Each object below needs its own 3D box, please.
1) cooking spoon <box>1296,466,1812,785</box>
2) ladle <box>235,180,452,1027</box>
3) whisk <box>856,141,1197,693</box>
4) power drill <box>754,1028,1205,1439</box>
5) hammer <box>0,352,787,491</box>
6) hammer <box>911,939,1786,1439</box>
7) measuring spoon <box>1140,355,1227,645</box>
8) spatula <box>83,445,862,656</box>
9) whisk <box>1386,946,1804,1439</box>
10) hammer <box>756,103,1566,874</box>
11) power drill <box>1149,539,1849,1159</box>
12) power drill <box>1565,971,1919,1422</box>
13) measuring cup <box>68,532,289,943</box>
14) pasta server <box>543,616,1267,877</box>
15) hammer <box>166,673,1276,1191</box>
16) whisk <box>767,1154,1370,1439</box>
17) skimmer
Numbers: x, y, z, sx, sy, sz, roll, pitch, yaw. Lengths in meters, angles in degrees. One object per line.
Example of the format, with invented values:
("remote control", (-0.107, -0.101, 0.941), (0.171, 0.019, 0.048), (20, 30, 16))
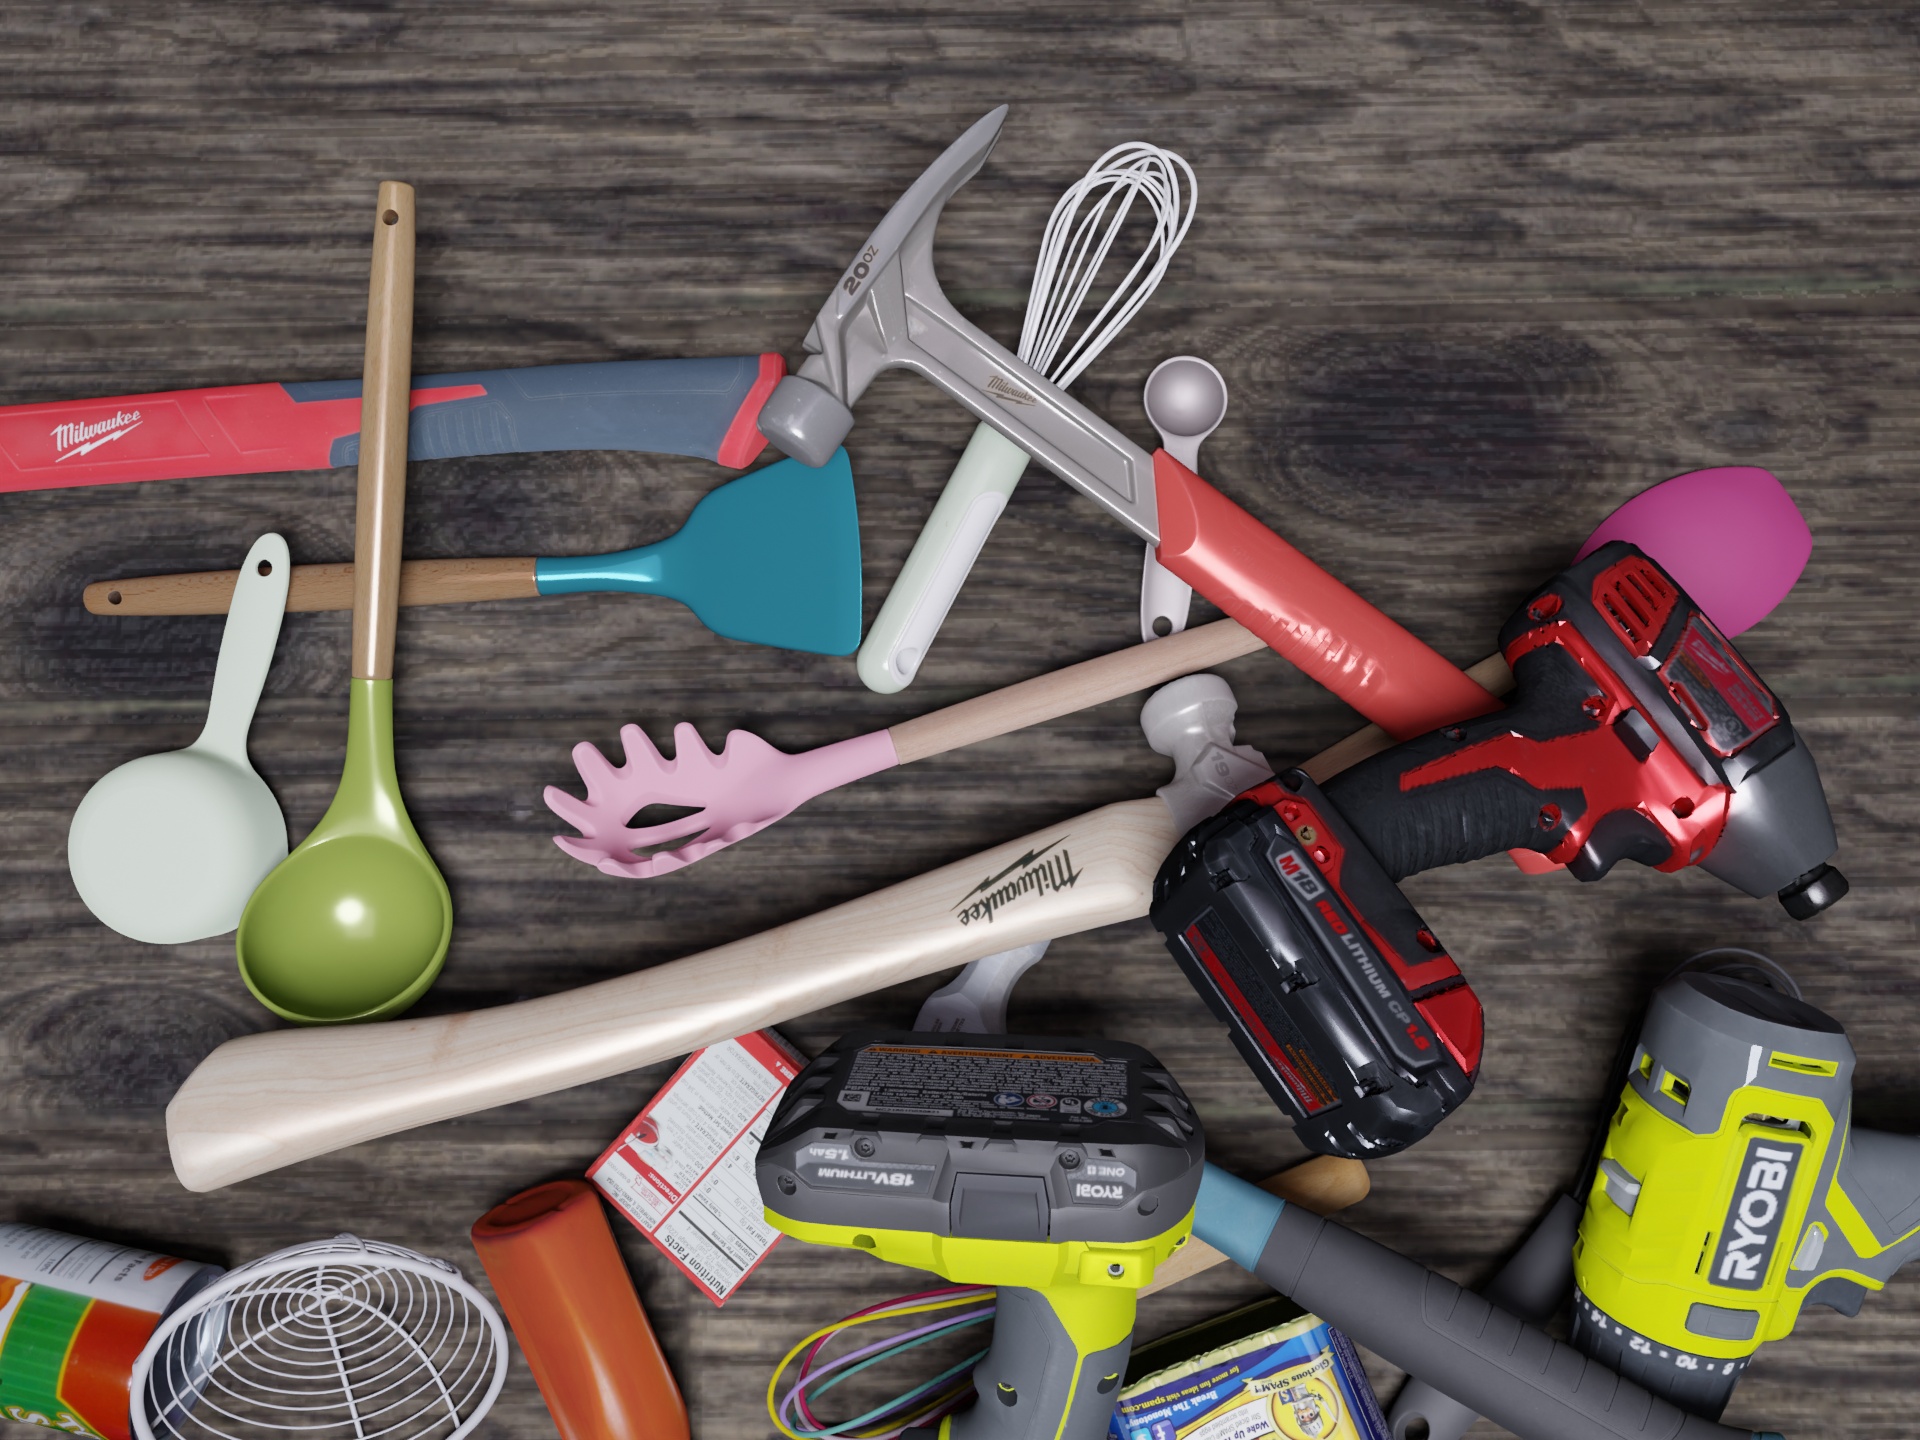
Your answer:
("cooking spoon", (0.200, -0.009, 0.635), (0.319, 0.017, 0.069), (-30, 84, -3))
("ladle", (-0.224, -0.042, 0.599), (0.078, 0.062, 0.320), (4, 95, -5))
("whisk", (0.023, -0.120, 0.636), (0.059, 0.057, 0.246), (28, 90, 37))
("power drill", (-0.002, 0.221, 0.516), (0.171, 0.080, 0.223), (2, 102, 5))
("hammer", (-0.264, -0.134, 0.643), (0.386, 0.038, 0.143), (-4, 83, 0))
("hammer", (0.121, 0.186, 0.554), (0.331, 0.033, 0.128), (25, 79, 23))
("measuring spoon", (0.086, -0.085, 0.649), (0.034, 0.018, 0.124), (6, 92, -4))
("spatula", (-0.196, -0.058, 0.632), (0.317, 0.044, 0.082), (-3, 94, 1))
("whisk", (0.236, 0.187, 0.606), (0.055, 0.055, 0.239), (37, 91, 4))
("hammer", (0.109, -0.067, 0.599), (0.359, 0.037, 0.149), (35, 84, -4))
("power drill", (0.187, 0.044, 0.529), (0.219, 0.078, 0.143), (-30, 75, -17))
("power drill", (0.327, 0.200, 0.561), (0.228, 0.080, 0.190), (10, 100, -8))
("measuring cup", (-0.295, 0.007, 0.618), (0.083, 0.038, 0.167), (17, 95, 3))
("pasta server", (-0.001, -0.002, 0.618), (0.316, 0.040, 0.060), (-18, 59, -5))
("hammer", (-0.069, 0.100, 0.569), (0.410, 0.038, 0.146), (-16, 59, -7))
("whisk", (0.042, 0.216, 0.606), (0.245, 0.051, 0.047), (-22, 79, -4))
("skimmer", (-0.172, 0.356, 0.570), (0.127, 0.090, 0.363), (-26, 85, -5))
